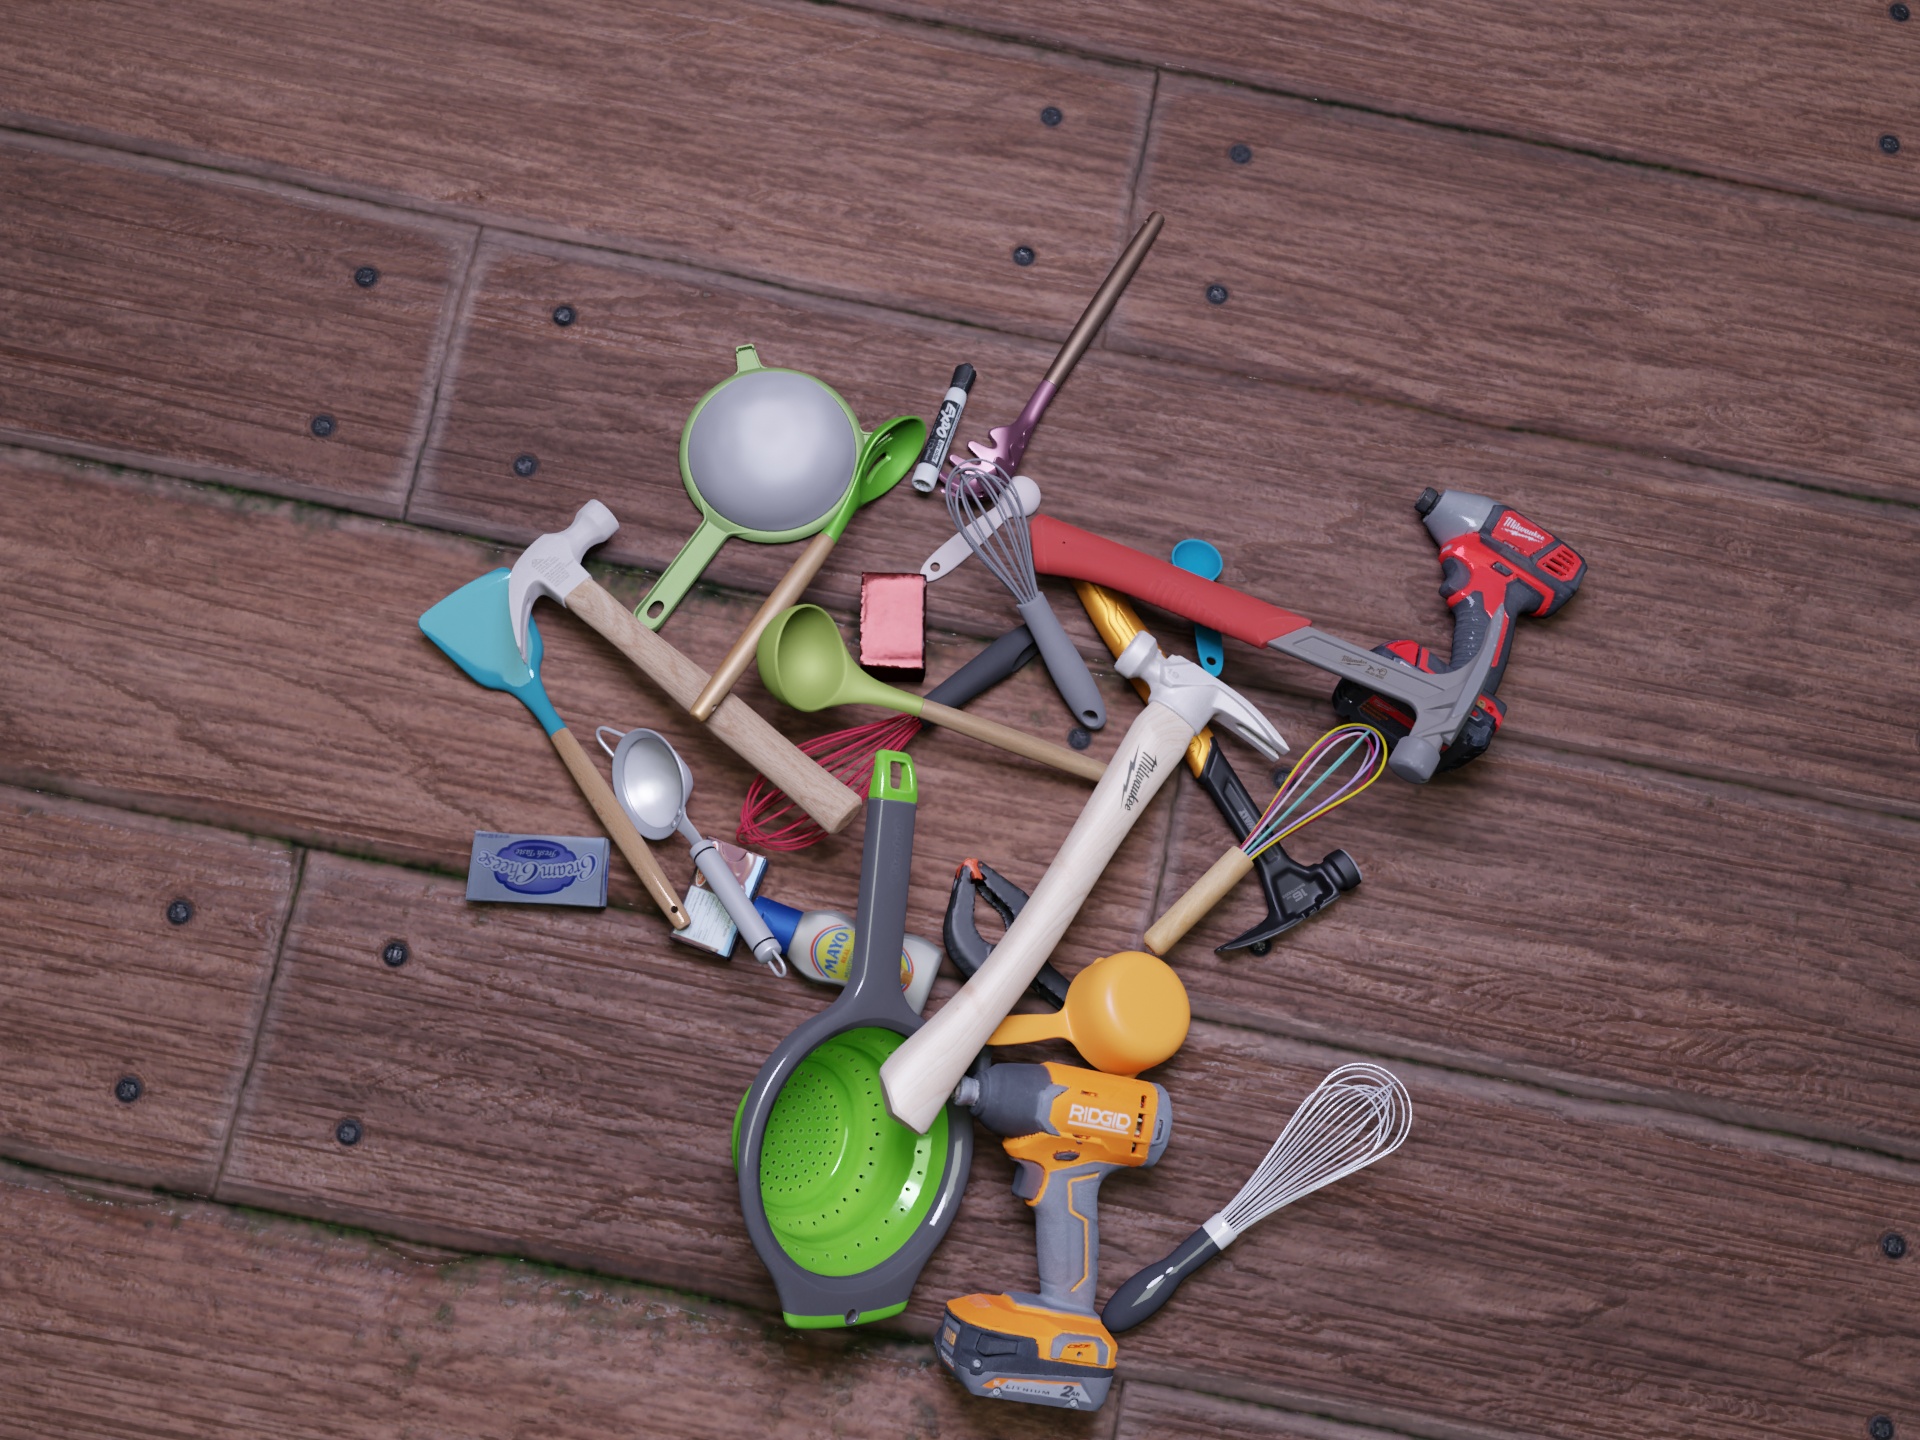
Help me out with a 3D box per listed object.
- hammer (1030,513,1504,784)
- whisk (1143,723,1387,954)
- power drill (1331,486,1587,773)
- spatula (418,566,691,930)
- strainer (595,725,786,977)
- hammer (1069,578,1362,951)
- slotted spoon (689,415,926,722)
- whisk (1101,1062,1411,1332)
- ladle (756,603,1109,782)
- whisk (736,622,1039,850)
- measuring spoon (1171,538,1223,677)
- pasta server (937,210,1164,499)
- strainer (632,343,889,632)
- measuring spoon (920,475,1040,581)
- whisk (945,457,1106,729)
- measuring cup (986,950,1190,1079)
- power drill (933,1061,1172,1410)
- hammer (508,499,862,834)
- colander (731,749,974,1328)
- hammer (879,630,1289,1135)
[{"bbox_3d":[0.215,-0.086,1.196,0.359,0.036,0.149,25,70,21],"label":"hammer"},{"bbox_3d":[0.232,0.089,1.203,0.245,0.051,0.047,-43,90,-9],"label":"whisk"},{"bbox_3d":[0.388,-0.081,1.249,0.143,0.078,0.220,34,67,1],"label":"power drill"},{"bbox_3d":[-0.297,0.028,1.214,0.082,0.044,0.318,-34,75,-12],"label":"spatula"},{"bbox_3d":[-0.194,0.093,1.183,0.050,0.086,0.259,-6,47,-44],"label":"strainer"},{"bbox_3d":[0.174,0.015,1.253,0.127,0.034,0.337,-29,81,-9],"label":"hammer"},{"bbox_3d":[-0.116,-0.121,1.213,0.031,0.070,0.314,24,63,16],"label":"slotted spoon"},{"bbox_3d":[0.217,0.358,1.177,0.284,0.070,0.070,-39,83,-4],"label":"whisk"},{"bbox_3d":[-0.002,-0.004,1.192,0.320,0.062,0.078,20,70,-14],"label":"ladle"},{"bbox_3d":[-0.050,0.009,1.233,0.296,0.073,0.073,-35,82,-14],"label":"whisk"},{"bbox_3d":[0.191,-0.086,1.266,0.042,0.021,0.129,2,61,-9],"label":"measuring spoon"},{"bbox_3d":[0.083,-0.302,1.310,0.040,0.060,0.316,42,74,-36],"label":"pasta server"},{"bbox_3d":[-0.181,-0.179,1.256,0.151,0.069,0.256,34,78,4],"label":"strainer"},{"bbox_3d":[0.015,-0.155,1.287,0.124,0.018,0.034,-41,83,-9],"label":"measuring spoon"},{"bbox_3d":[0.057,-0.093,1.224,0.055,0.055,0.238,-32,109,-8],"label":"whisk"},{"bbox_3d":[0.092,0.216,1.162,0.173,0.052,0.095,1,66,-32],"label":"measuring cup"},{"bbox_3d":[0.052,0.358,1.134,0.164,0.084,0.226,16,81,-17],"label":"power drill"},{"bbox_3d":[-0.208,-0.028,1.190,0.331,0.031,0.130,39,70,14],"label":"hammer"},{"bbox_3d":[-0.087,0.219,1.141,0.204,0.094,0.397,11,81,-41],"label":"colander"},{"bbox_3d":[0.083,0.127,1.158,0.146,0.038,0.411,35,69,3],"label":"hammer"}]
